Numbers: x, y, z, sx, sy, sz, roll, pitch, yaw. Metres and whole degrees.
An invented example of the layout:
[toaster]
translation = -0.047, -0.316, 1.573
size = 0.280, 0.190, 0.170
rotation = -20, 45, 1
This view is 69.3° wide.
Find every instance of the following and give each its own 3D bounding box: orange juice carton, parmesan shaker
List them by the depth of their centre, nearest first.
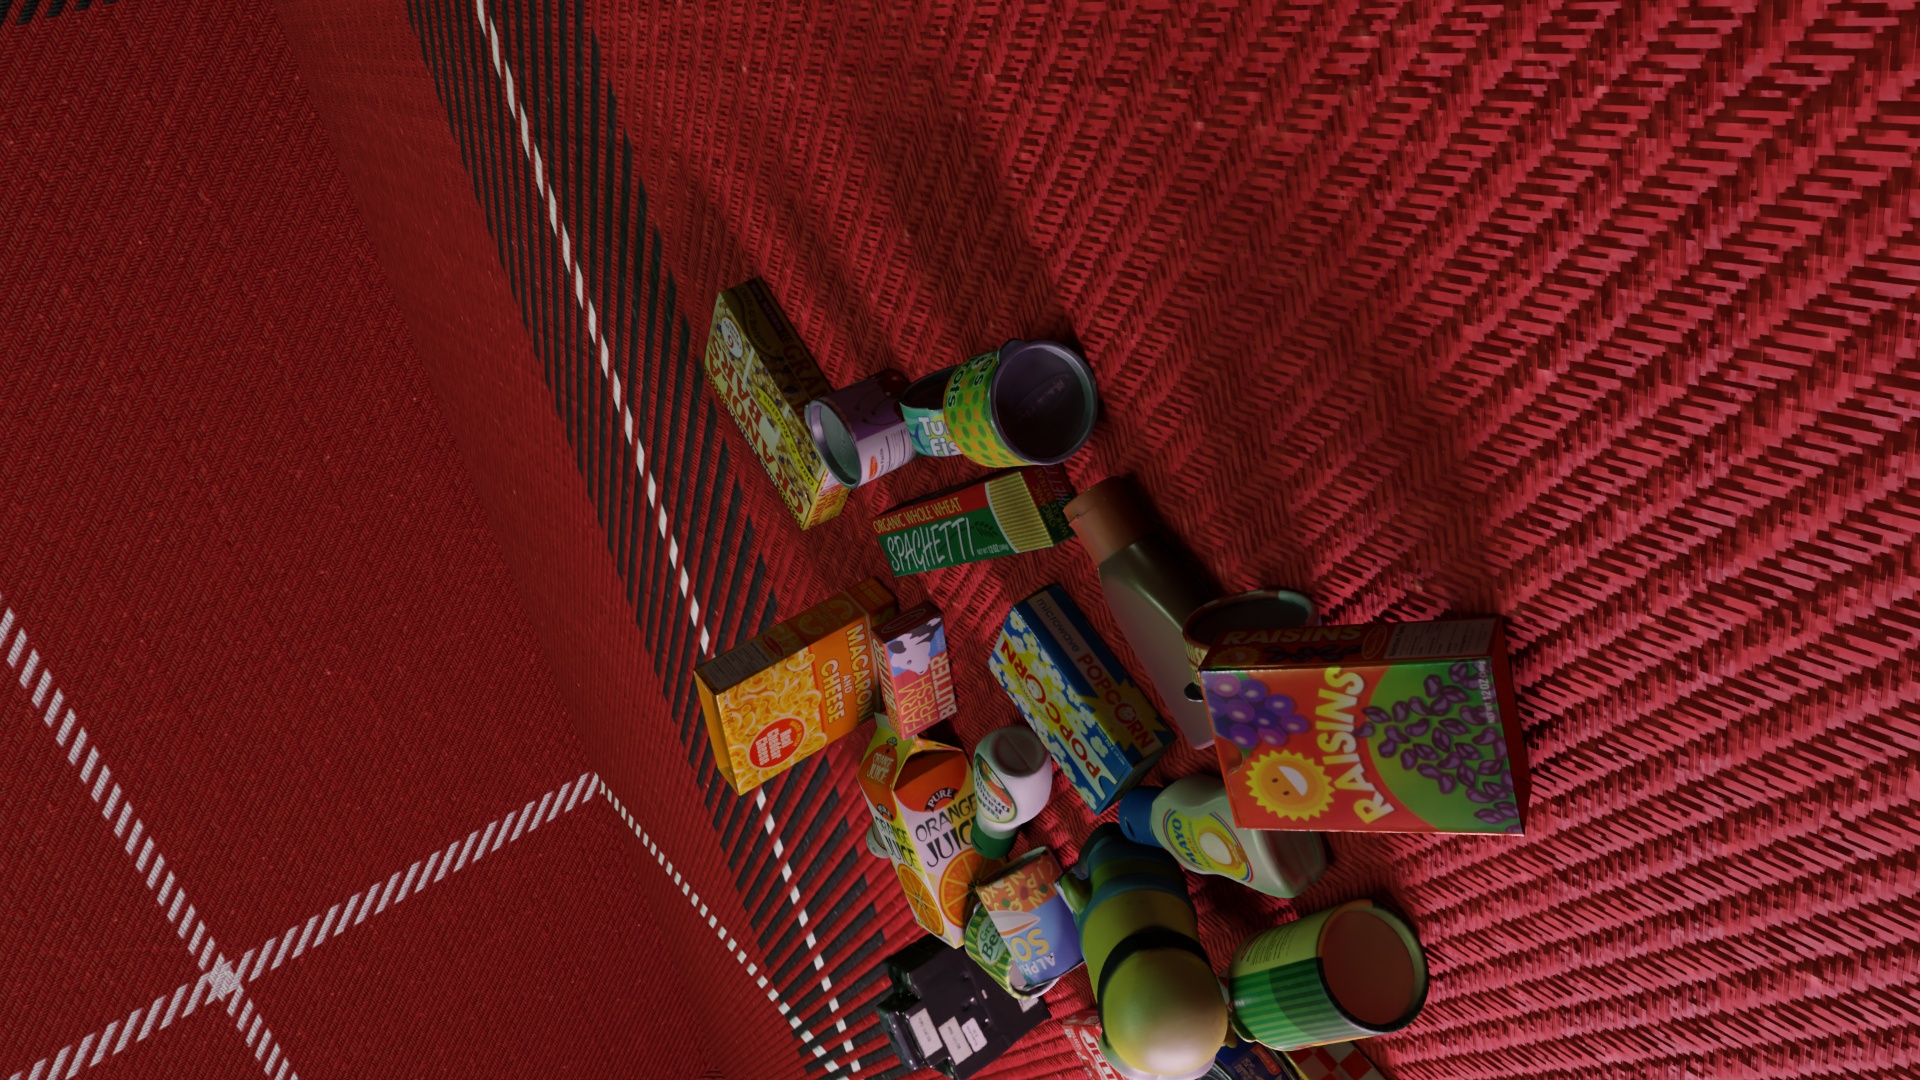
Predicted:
[parmesan shaker]
translation = 0.192, 0.235, 0.739
size = 0.071, 0.071, 0.102
rotation = 57, 155, 12
[orange juice carton]
translation = -0.024, 0.231, 1.155
size = 0.072, 0.073, 0.192
rotation = 5, 118, 62

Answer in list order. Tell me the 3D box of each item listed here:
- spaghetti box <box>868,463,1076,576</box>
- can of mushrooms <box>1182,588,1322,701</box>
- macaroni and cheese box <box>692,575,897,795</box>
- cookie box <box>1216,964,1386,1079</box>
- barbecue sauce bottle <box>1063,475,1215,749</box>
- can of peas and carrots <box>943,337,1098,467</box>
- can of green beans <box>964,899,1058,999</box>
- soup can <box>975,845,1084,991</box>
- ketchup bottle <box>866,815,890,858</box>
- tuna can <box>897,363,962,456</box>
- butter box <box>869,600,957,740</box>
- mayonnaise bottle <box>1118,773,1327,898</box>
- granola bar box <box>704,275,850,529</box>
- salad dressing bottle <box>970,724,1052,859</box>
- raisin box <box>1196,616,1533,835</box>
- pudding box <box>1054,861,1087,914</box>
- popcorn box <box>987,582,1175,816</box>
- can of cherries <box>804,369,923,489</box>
[spaghetti box]
translation = 0.003, -0.011, 0.914
size = 0.249, 0.029, 0.050
rotation = -13, 102, 65
[can of mushrooms]
translation = 0.139, 0.052, 0.663
size = 0.071, 0.071, 0.033
rotation = 18, 128, 57
[macaroni and cheese box]
translation = -0.124, 0.117, 1.125
size = 0.040, 0.167, 0.123
rotation = 41, 148, 38
[cookie box]
translation = 0.203, 0.350, 0.870
size = 0.123, 0.040, 0.166
rotation = 44, 149, 35
[barbecue sauce bottle]
translation = 0.108, 0.037, 0.741
size = 0.148, 0.044, 0.064
rotation = 59, 155, 10
[can of peas and carrots]
translation = 0.030, -0.075, 0.752
size = 0.058, 0.071, 0.071
rotation = 0, 115, 63
[can of green beans]
translation = 0.046, 0.327, 1.121
size = 0.058, 0.071, 0.071
rotation = 28, 138, 50
[soup can]
translation = 0.057, 0.286, 1.053
size = 0.084, 0.071, 0.071
rotation = 60, 155, 6
[ketchup bottle]
translation = -0.055, 0.261, 1.282
size = 0.065, 0.044, 0.148
rotation = 57, 155, 13
[tuna can]
translation = -0.001, -0.076, 0.809
size = 0.071, 0.071, 0.032
rotation = 22, 135, 55
[butter box]
translation = -0.035, 0.102, 1.072
size = 0.024, 0.053, 0.103
rotation = 38, 145, 46
[mayonnaise bottle]
translation = 0.144, 0.165, 0.799
size = 0.064, 0.041, 0.148
rotation = 64, 155, -7
[granola bar box]
translation = -0.142, -0.104, 1.091
size = 0.166, 0.039, 0.123
rotation = 57, 155, 12
[salad dressing bottle]
translation = 0.033, 0.192, 1.040
size = 0.064, 0.044, 0.146
rotation = 49, 152, 26
[raisin box]
translation = 0.172, 0.081, 0.595
size = 0.123, 0.040, 0.085
rotation = -5, 113, 30
[pudding box]
translation = 0.106, 0.267, 0.990
size = 0.084, 0.030, 0.049
rotation = 55, 153, 16
[popcorn box]
translation = 0.073, 0.100, 0.879
size = 0.127, 0.038, 0.084
rotation = 54, 153, 20
[can of cherries]
translation = -0.063, -0.078, 0.943
size = 0.072, 0.058, 0.071
rotation = 45, 151, 34
